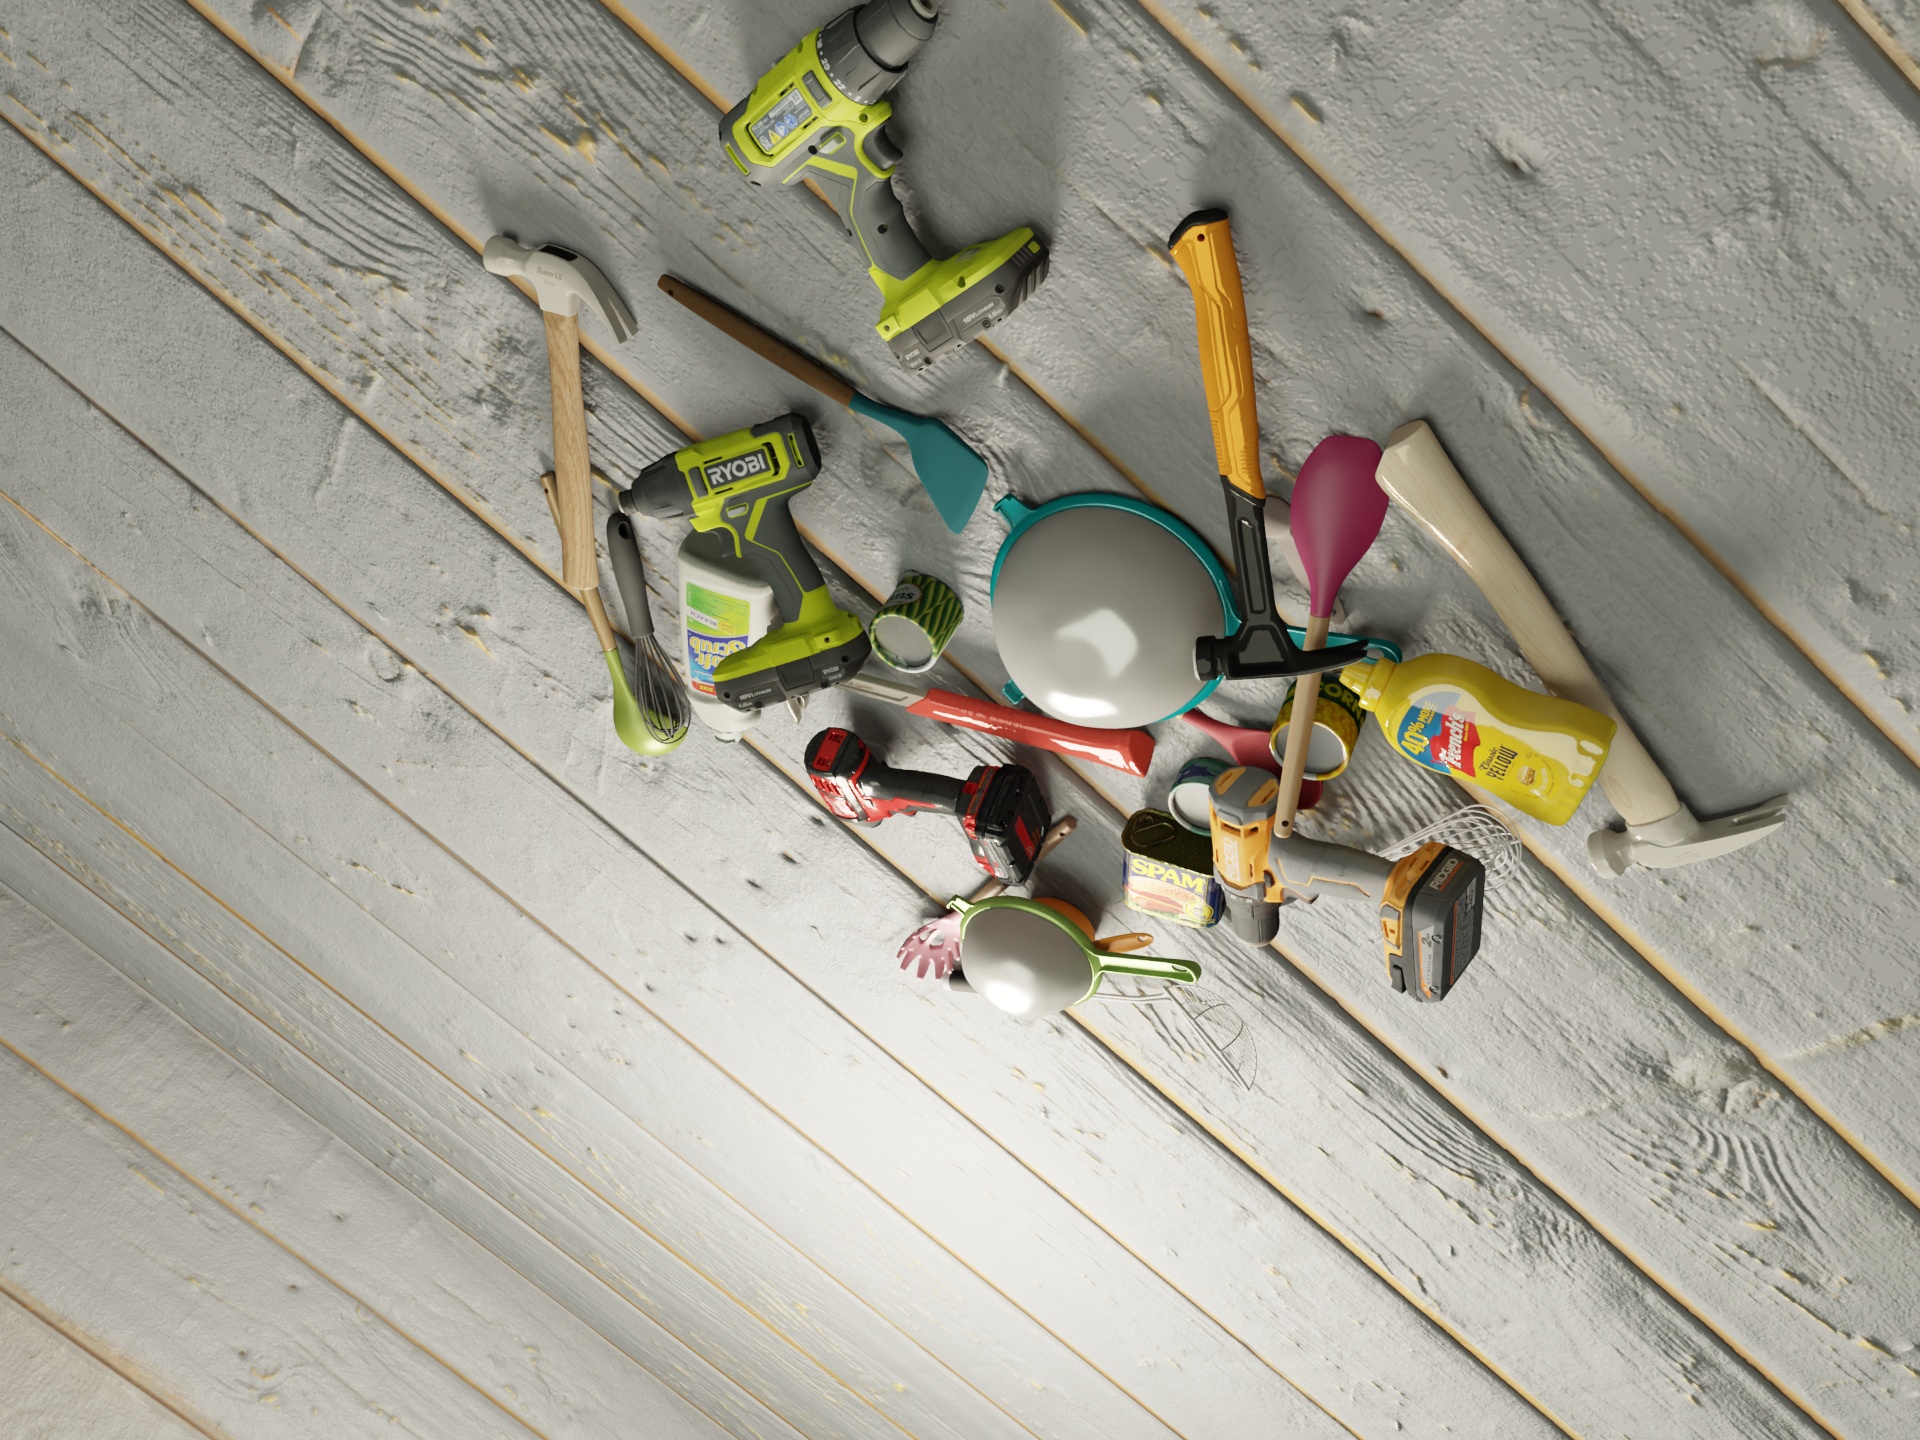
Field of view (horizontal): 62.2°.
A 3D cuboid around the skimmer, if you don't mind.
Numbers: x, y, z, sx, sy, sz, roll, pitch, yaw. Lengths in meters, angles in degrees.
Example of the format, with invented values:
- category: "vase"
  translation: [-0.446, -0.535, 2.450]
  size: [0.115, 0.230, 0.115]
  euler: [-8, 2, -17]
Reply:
- category: "skimmer"
  translation: [0.129, 0.307, 1.619]
  size: [0.363, 0.090, 0.127]
  euler: [0, 145, 32]

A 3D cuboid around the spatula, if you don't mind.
- category: "spatula"
  translation: [-0.113, -0.266, 1.273]
  size: [0.317, 0.044, 0.082]
  euler: [32, 141, 2]

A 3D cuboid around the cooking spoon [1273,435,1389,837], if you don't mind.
- category: "cooking spoon"
  translation: [0.265, -0.055, 1.189]
  size: [0.069, 0.017, 0.318]
  euler: [7, 114, 5]

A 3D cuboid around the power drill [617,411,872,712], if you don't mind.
- category: "power drill"
  translation: [-0.178, -0.129, 1.343]
  size: [0.171, 0.080, 0.223]
  euler: [-17, 104, 7]

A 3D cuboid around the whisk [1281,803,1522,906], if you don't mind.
- category: "whisk"
  translation: [0.349, 0.127, 1.357]
  size: [0.284, 0.070, 0.070]
  euler: [-20, 116, 47]

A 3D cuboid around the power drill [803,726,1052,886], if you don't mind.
- category: "power drill"
  translation: [-0.033, 0.080, 1.505]
  size: [0.220, 0.079, 0.143]
  euler: [13, 153, 24]

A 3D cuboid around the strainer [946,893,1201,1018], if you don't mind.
- category: "strainer"
  translation: [0.102, 0.246, 1.518]
  size: [0.256, 0.069, 0.151]
  euler: [1, 129, 32]

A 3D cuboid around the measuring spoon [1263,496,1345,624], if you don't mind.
- category: "measuring spoon"
  translation: [0.258, -0.117, 1.209]
  size: [0.034, 0.018, 0.124]
  euler: [-20, 117, 41]

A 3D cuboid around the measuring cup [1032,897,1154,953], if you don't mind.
- category: "measuring cup"
  translation: [0.123, 0.210, 1.565]
  size: [0.173, 0.052, 0.095]
  euler: [-16, 119, 37]

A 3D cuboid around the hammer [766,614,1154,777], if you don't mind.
- category: "hammer"
  translation: [-0.002, -0.005, 1.441]
  size: [0.359, 0.037, 0.149]
  euler: [15, 150, 14]

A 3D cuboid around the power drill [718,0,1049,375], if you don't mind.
- category: "power drill"
  translation: [-0.041, -0.376, 1.108]
  size: [0.190, 0.080, 0.228]
  euler: [-22, 113, 42]

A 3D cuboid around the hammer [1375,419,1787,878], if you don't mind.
- category: "hammer"
  translation: [0.437, -0.051, 1.151]
  size: [0.146, 0.038, 0.410]
  euler: [-24, 113, 41]

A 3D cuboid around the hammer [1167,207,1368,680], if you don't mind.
- category: "hammer"
  translation: [0.203, -0.187, 1.115]
  size: [0.127, 0.034, 0.336]
  euler: [-4, 113, 21]

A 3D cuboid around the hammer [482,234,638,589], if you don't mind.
- category: "hammer"
  translation: [-0.344, -0.257, 1.409]
  size: [0.130, 0.031, 0.331]
  euler: [18, 131, 14]

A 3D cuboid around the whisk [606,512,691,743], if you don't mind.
- category: "whisk"
  translation: [-0.303, -0.087, 1.532]
  size: [0.055, 0.055, 0.238]
  euler: [5, 118, 27]

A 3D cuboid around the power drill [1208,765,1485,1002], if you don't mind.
- category: "power drill"
  translation: [0.308, 0.148, 1.311]
  size: [0.226, 0.084, 0.185]
  euler: [23, 140, 35]

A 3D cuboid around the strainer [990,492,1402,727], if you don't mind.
- category: "strainer"
  translation: [0.165, -0.056, 1.245]
  size: [0.340, 0.095, 0.210]
  euler: [11, 125, 22]

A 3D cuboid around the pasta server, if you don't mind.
- category: "pasta server"
  translation: [0.026, 0.181, 1.605]
  size: [0.060, 0.040, 0.316]
  euler: [29, 138, -14]

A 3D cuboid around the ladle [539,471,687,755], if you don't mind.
- category: "ladle"
  translation: [-0.347, -0.101, 1.574]
  size: [0.078, 0.062, 0.320]
  euler: [7, 125, 34]

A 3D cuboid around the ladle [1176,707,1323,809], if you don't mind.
- category: "ladle"
  translation: [0.167, -0.018, 1.349]
  size: [0.315, 0.031, 0.069]
  euler: [29, 135, 7]
